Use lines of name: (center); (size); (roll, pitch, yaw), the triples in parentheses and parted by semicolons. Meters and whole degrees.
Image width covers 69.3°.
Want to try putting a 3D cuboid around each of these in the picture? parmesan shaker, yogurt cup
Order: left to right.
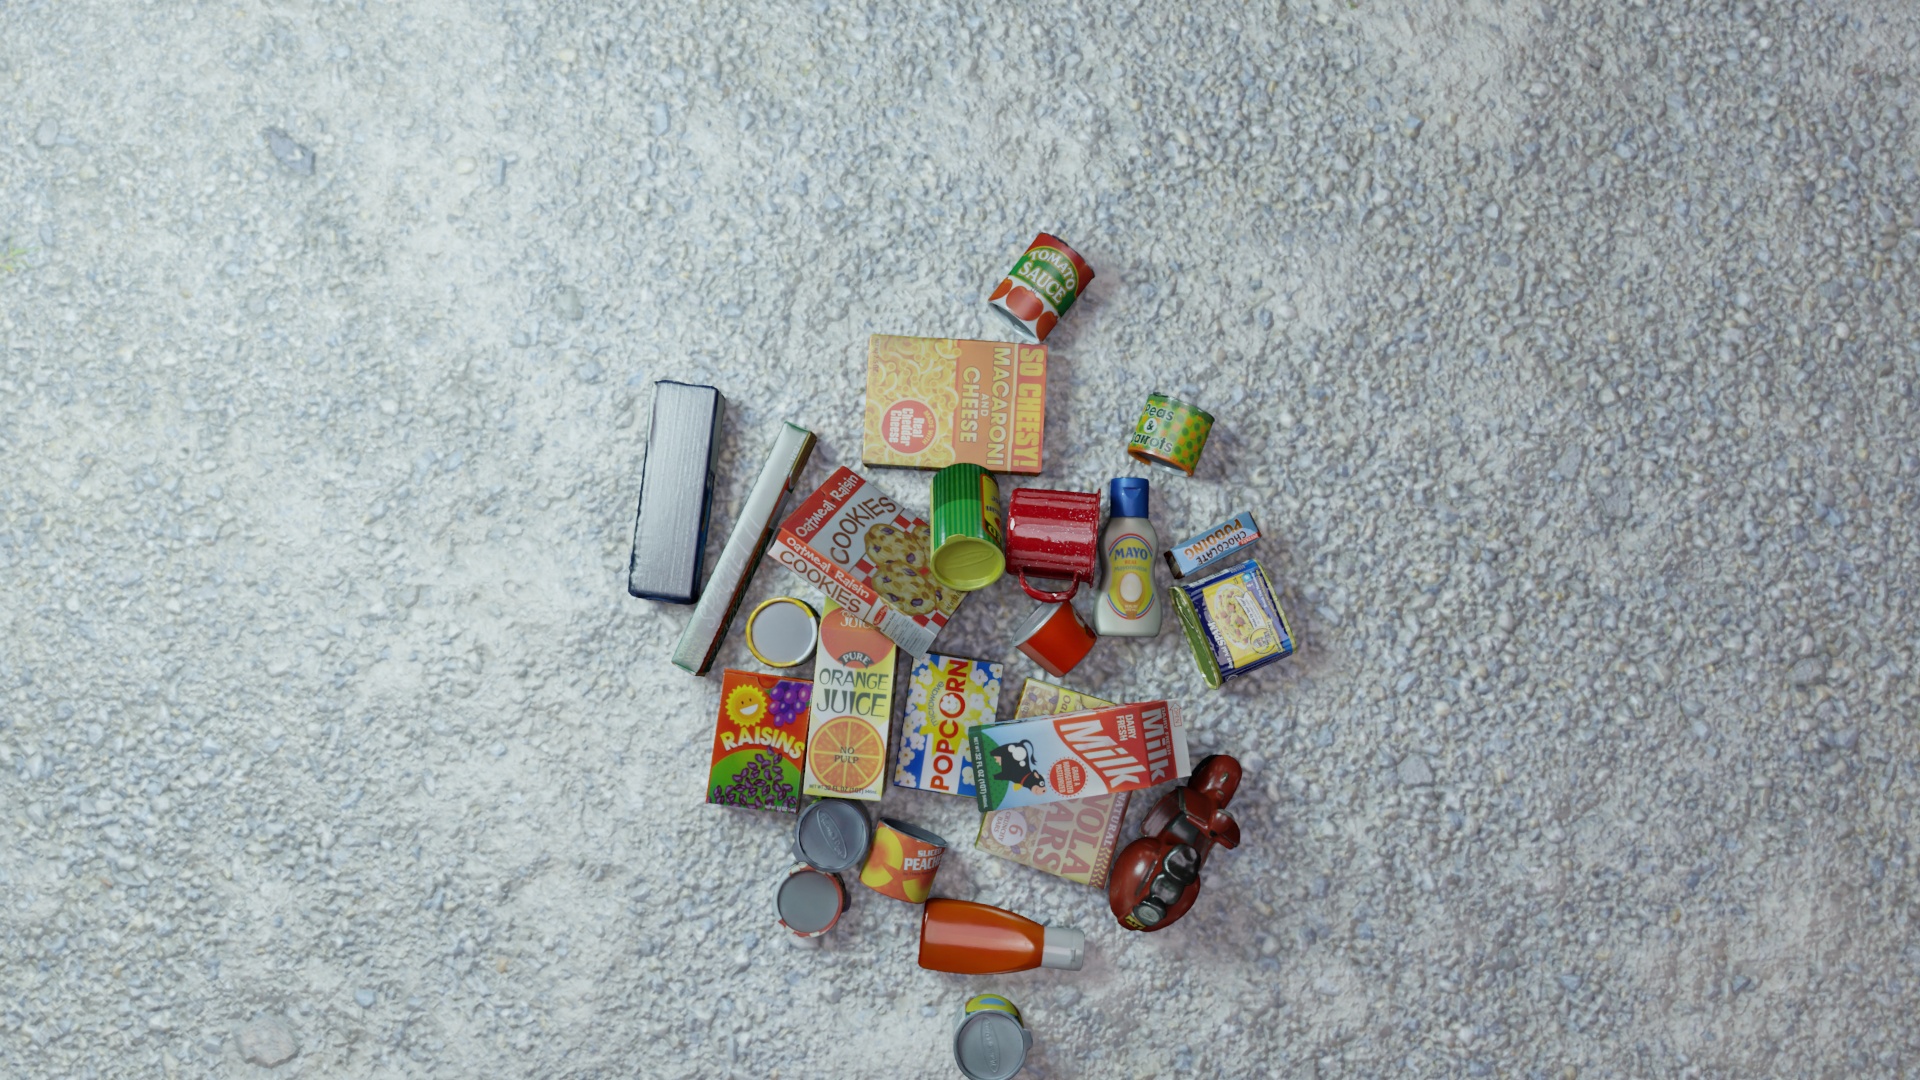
parmesan shaker: (0.004, -0.016, 1.256); (0.071, 0.071, 0.103); (-2, 44, -1)
yogurt cup: (0.088, 0.089, 1.279); (0.054, 0.072, 0.072); (45, 87, -5)

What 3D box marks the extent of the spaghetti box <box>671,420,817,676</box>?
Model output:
spaghetti box: (-0.199, 0.008, 1.289); (0.029, 0.050, 0.250); (24, 86, 3)

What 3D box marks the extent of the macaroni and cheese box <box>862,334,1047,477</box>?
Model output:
macaroni and cheese box: (-0.005, -0.127, 1.306); (0.166, 0.040, 0.123); (3, 87, 0)

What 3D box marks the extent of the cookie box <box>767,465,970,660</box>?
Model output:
cookie box: (-0.073, 0.017, 1.257); (0.167, 0.123, 0.040); (35, 128, 2)

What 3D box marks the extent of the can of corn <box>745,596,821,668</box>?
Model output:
can of corn: (-0.164, 0.084, 1.279); (0.071, 0.058, 0.071); (0, 86, -1)

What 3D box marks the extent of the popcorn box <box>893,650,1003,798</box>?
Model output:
popcorn box: (-0.011, 0.169, 1.284); (0.085, 0.038, 0.126); (9, 85, 1)

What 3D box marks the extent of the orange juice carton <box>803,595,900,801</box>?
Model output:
orange juice carton: (-0.096, 0.135, 1.269); (0.072, 0.073, 0.192); (5, 85, 0)

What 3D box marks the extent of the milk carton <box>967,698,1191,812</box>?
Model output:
milk carton: (0.105, 0.187, 1.225); (0.191, 0.073, 0.072); (-8, 86, -1)

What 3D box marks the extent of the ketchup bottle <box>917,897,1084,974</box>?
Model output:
ketchup bottle: (0.038, 0.366, 1.266); (0.149, 0.043, 0.064); (7, 87, 0)

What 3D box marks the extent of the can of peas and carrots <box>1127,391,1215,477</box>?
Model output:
can of peas and carrots: (0.194, -0.098, 1.291); (0.071, 0.071, 0.059); (22, 87, 1)

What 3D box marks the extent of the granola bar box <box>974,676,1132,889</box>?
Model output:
granola bar box: (0.096, 0.222, 1.280); (0.124, 0.039, 0.165); (17, 86, 1)

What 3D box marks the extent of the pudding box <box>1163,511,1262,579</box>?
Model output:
pudding box: (0.234, 0.005, 1.293); (0.084, 0.049, 0.030); (-26, 85, -2)

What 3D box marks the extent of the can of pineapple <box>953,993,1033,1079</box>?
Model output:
can of pineapple: (0.028, 0.449, 1.252); (0.071, 0.058, 0.071); (0, 86, 0)

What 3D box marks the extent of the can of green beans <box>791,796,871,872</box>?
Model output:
can of green beans: (-0.115, 0.265, 1.265); (0.071, 0.058, 0.071); (0, 86, -1)

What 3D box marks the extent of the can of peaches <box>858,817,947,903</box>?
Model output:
can of peaches: (-0.051, 0.291, 1.258); (0.071, 0.071, 0.058); (21, 87, 1)

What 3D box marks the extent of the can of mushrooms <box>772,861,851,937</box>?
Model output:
can of mushrooms: (-0.136, 0.328, 1.273); (0.071, 0.033, 0.071); (0, 85, 0)

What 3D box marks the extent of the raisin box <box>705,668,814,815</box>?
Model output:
raisin box: (-0.183, 0.185, 1.281); (0.086, 0.040, 0.123); (8, 85, 1)

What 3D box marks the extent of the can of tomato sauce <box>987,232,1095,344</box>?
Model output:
can of tomato sauce: (0.075, -0.236, 1.300); (0.071, 0.071, 0.083); (38, 87, 2)

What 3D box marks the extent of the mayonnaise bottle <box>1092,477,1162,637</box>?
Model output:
mayonnaise bottle: (0.157, 0.016, 1.296); (0.065, 0.041, 0.148); (1, 86, 0)
